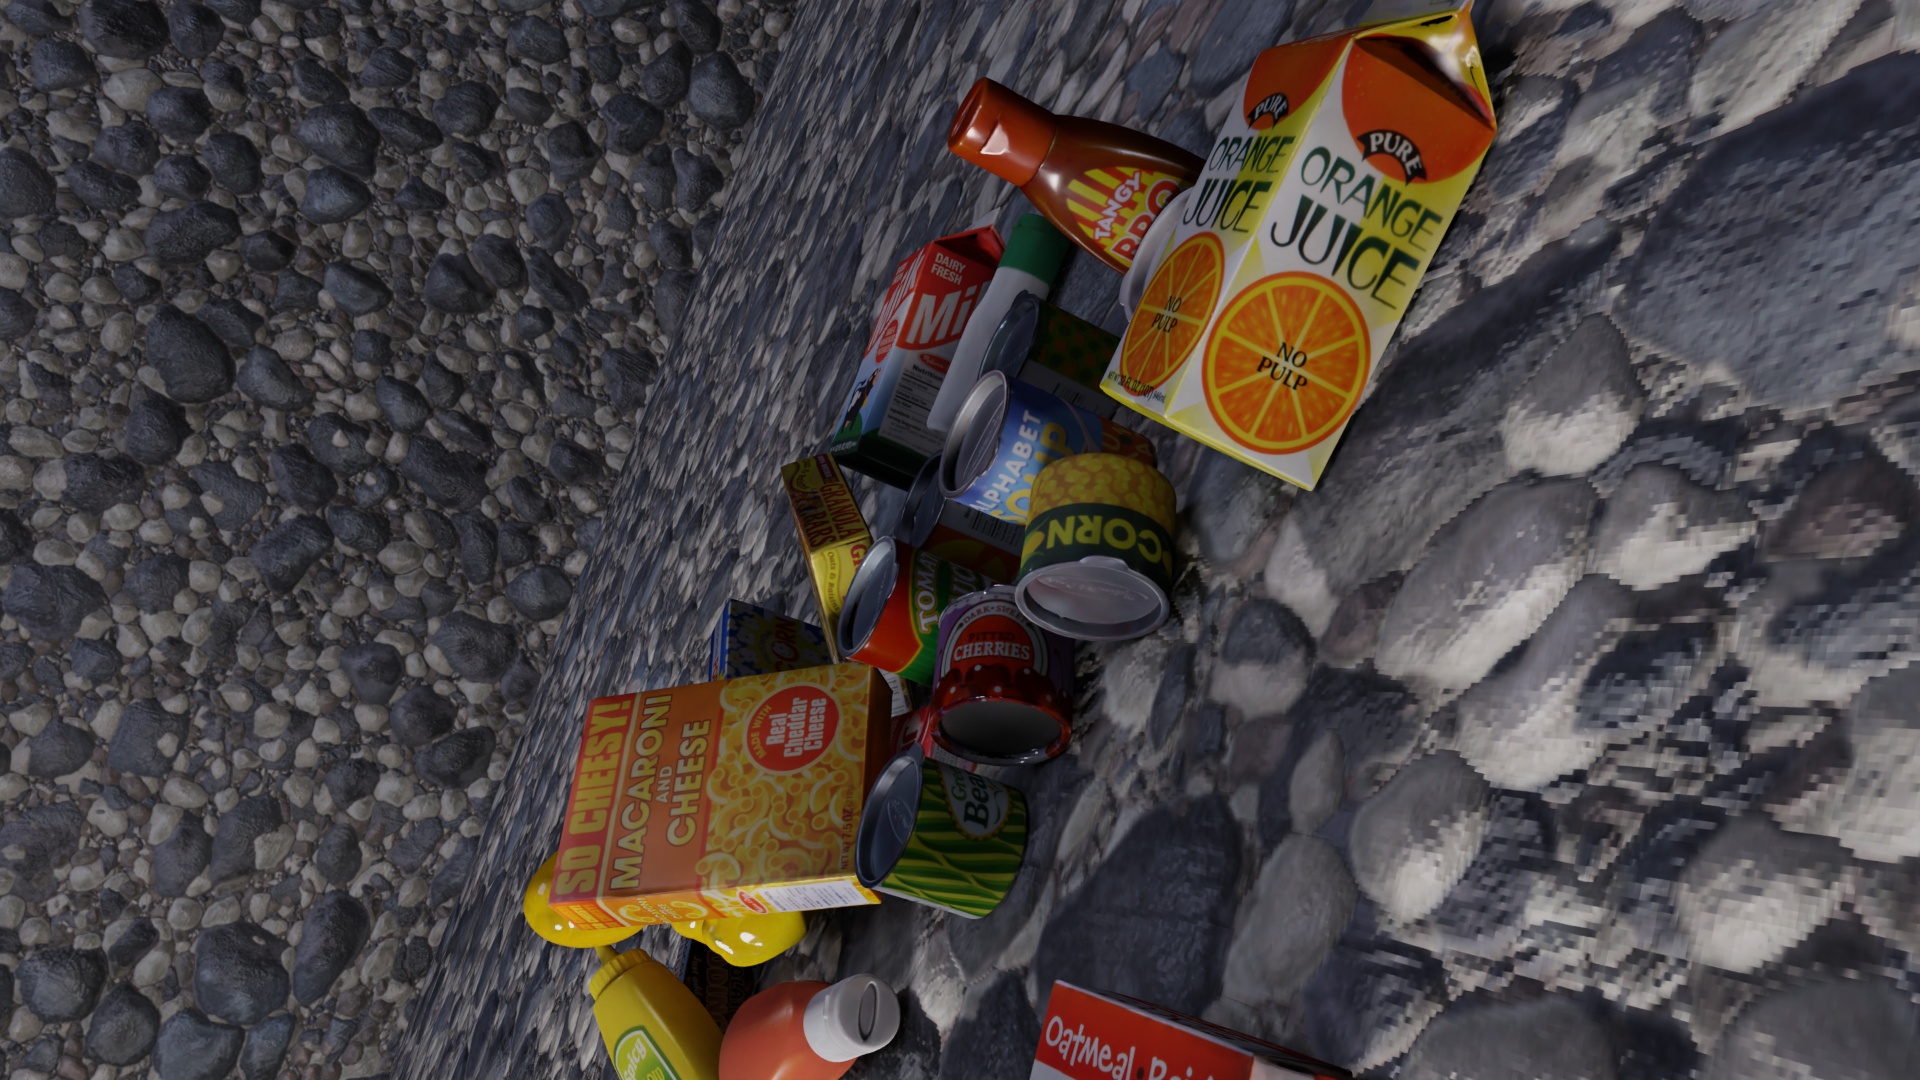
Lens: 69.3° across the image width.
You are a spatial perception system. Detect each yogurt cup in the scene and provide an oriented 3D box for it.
[{"bbox_3d":[0.113,-0.115,0.614,0.072,0.054,0.073,-52,26,37],"label":"yogurt cup"}]

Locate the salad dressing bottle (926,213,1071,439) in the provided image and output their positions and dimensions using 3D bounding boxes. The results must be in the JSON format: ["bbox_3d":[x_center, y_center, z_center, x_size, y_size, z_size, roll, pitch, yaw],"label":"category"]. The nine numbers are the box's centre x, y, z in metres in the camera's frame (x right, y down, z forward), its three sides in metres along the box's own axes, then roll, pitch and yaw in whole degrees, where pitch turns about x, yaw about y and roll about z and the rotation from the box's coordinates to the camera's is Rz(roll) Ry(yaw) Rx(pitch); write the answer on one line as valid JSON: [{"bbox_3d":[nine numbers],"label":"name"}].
[{"bbox_3d":[0.026,-0.130,0.867,0.147,0.044,0.064,-68,18,-4],"label":"salad dressing bottle"}]

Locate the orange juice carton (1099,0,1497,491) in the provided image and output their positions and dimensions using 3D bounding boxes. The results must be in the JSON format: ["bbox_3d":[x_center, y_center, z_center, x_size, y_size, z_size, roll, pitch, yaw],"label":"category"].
[{"bbox_3d":[0.136,-0.125,0.539,0.192,0.073,0.072,-64,20,7],"label":"orange juice carton"}]

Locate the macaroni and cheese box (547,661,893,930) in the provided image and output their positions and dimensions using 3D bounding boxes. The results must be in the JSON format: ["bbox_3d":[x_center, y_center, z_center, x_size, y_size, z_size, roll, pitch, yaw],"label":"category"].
[{"bbox_3d":[-0.122,0.134,0.730,0.166,0.040,0.124,-9,51,14],"label":"macaroni and cheese box"}]

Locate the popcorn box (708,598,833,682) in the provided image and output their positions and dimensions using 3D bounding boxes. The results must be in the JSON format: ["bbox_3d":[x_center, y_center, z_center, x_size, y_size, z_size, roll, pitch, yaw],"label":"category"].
[{"bbox_3d":[-0.128,0.101,0.954,0.038,0.085,0.127,-58,22,27],"label":"popcorn box"}]

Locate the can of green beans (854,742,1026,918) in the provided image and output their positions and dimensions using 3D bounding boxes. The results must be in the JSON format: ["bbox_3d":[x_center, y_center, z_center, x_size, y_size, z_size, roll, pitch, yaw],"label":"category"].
[{"bbox_3d":[-0.010,0.138,0.653,0.071,0.058,0.071,-52,25,37],"label":"can of green beans"}]

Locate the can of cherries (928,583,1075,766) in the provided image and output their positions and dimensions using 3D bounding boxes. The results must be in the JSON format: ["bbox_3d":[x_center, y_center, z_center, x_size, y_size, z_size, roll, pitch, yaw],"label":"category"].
[{"bbox_3d":[0.019,0.063,0.642,0.071,0.071,0.059,-45,30,47],"label":"can of cherries"}]

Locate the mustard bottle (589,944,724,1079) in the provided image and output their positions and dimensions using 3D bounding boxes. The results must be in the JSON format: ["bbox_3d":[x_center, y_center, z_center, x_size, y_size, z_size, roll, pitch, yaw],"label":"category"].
[{"bbox_3d":[-0.179,0.293,0.819,0.160,0.049,0.065,47,116,27],"label":"mustard bottle"}]

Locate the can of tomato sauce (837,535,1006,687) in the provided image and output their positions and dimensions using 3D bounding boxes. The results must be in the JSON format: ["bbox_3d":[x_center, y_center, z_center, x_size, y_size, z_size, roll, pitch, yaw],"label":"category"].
[{"bbox_3d":[-0.012,0.042,0.724,0.071,0.083,0.071,-52,26,37],"label":"can of tomato sauce"}]

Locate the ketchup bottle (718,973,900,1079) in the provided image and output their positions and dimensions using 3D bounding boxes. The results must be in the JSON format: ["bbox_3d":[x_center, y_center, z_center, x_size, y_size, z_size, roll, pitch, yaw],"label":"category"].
[{"bbox_3d":[-0.081,0.260,0.728,0.148,0.043,0.065,-42,33,49],"label":"ketchup bottle"}]

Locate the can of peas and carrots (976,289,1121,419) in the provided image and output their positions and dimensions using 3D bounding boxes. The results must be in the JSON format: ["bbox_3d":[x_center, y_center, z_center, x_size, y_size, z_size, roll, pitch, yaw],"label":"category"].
[{"bbox_3d":[0.049,-0.092,0.745,0.070,0.059,0.071,-52,25,36],"label":"can of peas and carrots"}]

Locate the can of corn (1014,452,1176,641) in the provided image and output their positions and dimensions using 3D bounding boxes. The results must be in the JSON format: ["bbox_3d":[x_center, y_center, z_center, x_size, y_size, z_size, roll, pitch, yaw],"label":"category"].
[{"bbox_3d":[0.060,0.002,0.605,0.071,0.071,0.058,-41,32,51],"label":"can of corn"}]

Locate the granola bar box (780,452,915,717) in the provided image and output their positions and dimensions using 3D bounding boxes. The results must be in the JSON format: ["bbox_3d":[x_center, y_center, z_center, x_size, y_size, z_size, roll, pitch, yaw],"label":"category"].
[{"bbox_3d":[-0.071,0.029,0.859,0.166,0.039,0.123,-123,20,-66],"label":"granola bar box"}]

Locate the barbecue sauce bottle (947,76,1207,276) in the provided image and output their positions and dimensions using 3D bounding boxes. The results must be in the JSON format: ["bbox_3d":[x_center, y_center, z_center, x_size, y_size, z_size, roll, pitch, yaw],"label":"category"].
[{"bbox_3d":[0.067,-0.164,0.645,0.064,0.148,0.044,-56,23,29],"label":"barbecue sauce bottle"}]

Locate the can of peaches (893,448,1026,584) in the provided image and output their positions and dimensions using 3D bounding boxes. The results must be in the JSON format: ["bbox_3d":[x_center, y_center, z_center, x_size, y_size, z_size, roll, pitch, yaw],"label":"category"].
[{"bbox_3d":[0.003,-0.010,0.778,0.071,0.058,0.071,-52,26,38],"label":"can of peaches"}]

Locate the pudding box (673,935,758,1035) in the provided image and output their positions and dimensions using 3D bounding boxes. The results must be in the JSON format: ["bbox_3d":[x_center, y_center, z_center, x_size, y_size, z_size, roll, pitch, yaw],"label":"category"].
[{"bbox_3d":[-0.158,0.283,0.890,0.030,0.049,0.084,-50,26,44],"label":"pudding box"}]

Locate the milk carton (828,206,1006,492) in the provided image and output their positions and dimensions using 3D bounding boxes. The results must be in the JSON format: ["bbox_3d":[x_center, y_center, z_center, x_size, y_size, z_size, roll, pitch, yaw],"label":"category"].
[{"bbox_3d":[-0.017,-0.131,0.933,0.072,0.073,0.191,-2,67,69],"label":"milk carton"}]

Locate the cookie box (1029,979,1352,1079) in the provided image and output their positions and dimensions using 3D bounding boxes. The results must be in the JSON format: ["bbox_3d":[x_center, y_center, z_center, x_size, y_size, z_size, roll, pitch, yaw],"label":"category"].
[{"bbox_3d":[0.052,0.232,0.427,0.122,0.040,0.168,-16,55,65],"label":"cookie box"}]

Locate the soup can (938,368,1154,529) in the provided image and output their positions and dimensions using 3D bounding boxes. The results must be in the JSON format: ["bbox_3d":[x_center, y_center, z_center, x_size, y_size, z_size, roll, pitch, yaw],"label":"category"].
[{"bbox_3d":[0.042,-0.035,0.668,0.071,0.084,0.072,-52,25,38],"label":"soup can"}]
